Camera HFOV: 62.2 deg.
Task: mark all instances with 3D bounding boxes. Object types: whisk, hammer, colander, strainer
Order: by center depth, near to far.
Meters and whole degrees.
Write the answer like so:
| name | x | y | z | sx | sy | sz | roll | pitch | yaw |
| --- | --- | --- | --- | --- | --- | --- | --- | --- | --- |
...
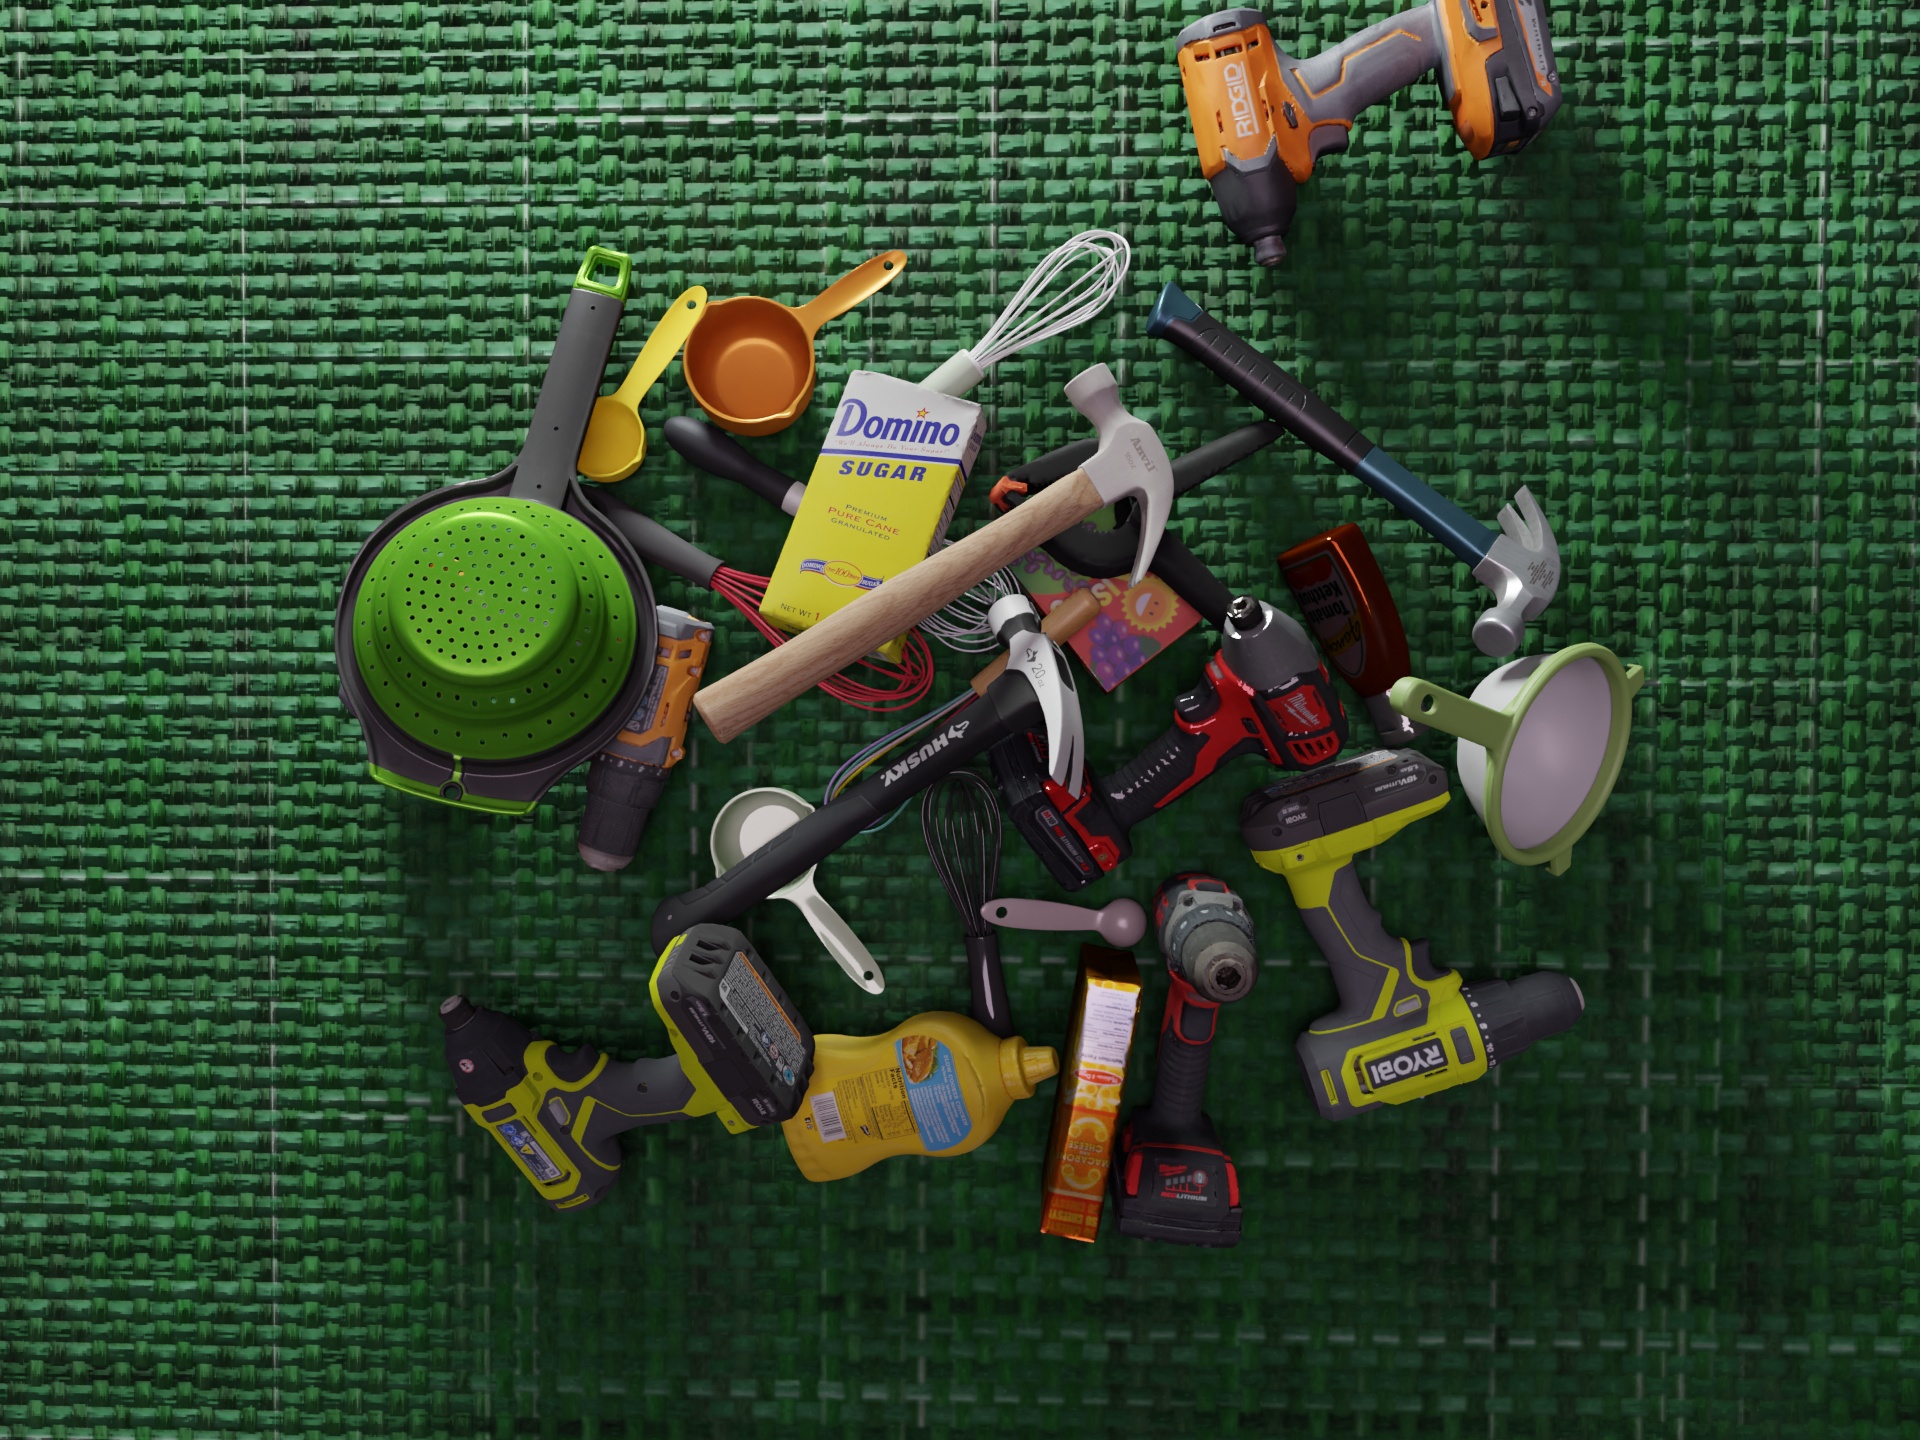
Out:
| name | x | y | z | sx | sy | sz | roll | pitch | yaw |
| --- | --- | --- | --- | --- | --- | --- | --- | --- | --- |
| hammer | -0.014 | -0.084 | 0.983 | 0.331 | 0.031 | 0.130 | -32 | 89 | -6 |
| colander | -0.276 | -0.143 | 1.014 | 0.204 | 0.094 | 0.397 | 14 | 75 | -6 |
| strainer | 0.333 | 0.004 | 1.017 | 0.256 | 0.069 | 0.151 | 16 | 96 | -40 |
| hammer | -0.067 | 0.062 | 1.027 | 0.335 | 0.035 | 0.146 | -34 | 49 | 14 |
| hammer | 0.256 | -0.181 | 1.057 | 0.331 | 0.033 | 0.128 | 40 | 53 | 8 |
| whisk | -0.001 | -0.002 | 1.074 | 0.245 | 0.047 | 0.051 | -40 | 94 | 13 |
| whisk | -0.083 | -0.134 | 1.085 | 0.284 | 0.070 | 0.070 | 30 | 93 | 6 |
| whisk | 0.014 | -0.249 | 1.086 | 0.246 | 0.057 | 0.059 | -38 | 56 | 6 |
| whisk | -0.150 | -0.090 | 1.091 | 0.296 | 0.073 | 0.073 | 28 | 93 | 8 |
| whisk | 0.012 | 0.150 | 1.095 | 0.055 | 0.055 | 0.239 | -8 | 95 | 2 |

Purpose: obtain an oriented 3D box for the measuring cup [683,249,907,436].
| name | x | y | z | sx | sy | sz | roll | pitch | yaw |
| --- | --- | --- | --- | --- | --- | --- | --- | --- | --- |
| measuring cup | -0.108 | -0.262 | 1.087 | 0.173 | 0.052 | 0.095 | -36 | 86 | -8 |

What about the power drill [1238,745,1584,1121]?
| name | x | y | z | sx | sy | sz | roll | pitch | yaw |
| --- | --- | --- | --- | --- | --- | --- | --- | --- | --- |
| power drill | 0.298 | 0.138 | 1.068 | 0.190 | 0.080 | 0.228 | -19 | 94 | 3 |

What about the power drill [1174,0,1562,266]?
| name | x | y | z | sx | sy | sz | roll | pitch | yaw |
| --- | --- | --- | --- | --- | --- | --- | --- | --- | --- |
| power drill | 0.269 | -0.402 | 1.053 | 0.226 | 0.084 | 0.164 | -12 | 92 | 7 |

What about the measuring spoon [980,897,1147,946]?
| name | x | y | z | sx | sy | sz | roll | pitch | yaw |
| --- | --- | --- | --- | --- | --- | --- | --- | --- | --- |
| measuring spoon | 0.073 | 0.136 | 1.084 | 0.124 | 0.018 | 0.034 | 7 | 94 | -19 |

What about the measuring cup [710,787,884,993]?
| name | x | y | z | sx | sy | sz | roll | pitch | yaw |
| --- | --- | --- | --- | --- | --- | --- | --- | --- | --- |
| measuring cup | -0.105 | 0.119 | 1.103 | 0.083 | 0.038 | 0.167 | -37 | 92 | 3 |

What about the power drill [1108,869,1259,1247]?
| name | x | y | z | sx | sy | sz | roll | pitch | yaw |
| --- | --- | --- | --- | --- | --- | --- | --- | --- | --- |
| power drill | 0.150 | 0.219 | 1.024 | 0.080 | 0.188 | 0.226 | 6 | 96 | 1 |

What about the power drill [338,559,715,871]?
| name | x | y | z | sx | sy | sz | roll | pitch | yaw |
| --- | --- | --- | --- | --- | --- | --- | --- | --- | --- |
| power drill | -0.298 | -0.009 | 1.087 | 0.226 | 0.084 | 0.185 | 16 | 92 | -3 |

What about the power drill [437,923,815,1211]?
| name | x | y | z | sx | sy | sz | roll | pitch | yaw |
| --- | --- | --- | --- | --- | --- | --- | --- | --- | --- |
| power drill | -0.225 | 0.225 | 1.048 | 0.223 | 0.080 | 0.171 | -23 | 111 | 20 |

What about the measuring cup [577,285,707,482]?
| name | x | y | z | sx | sy | sz | roll | pitch | yaw |
| --- | --- | --- | --- | --- | --- | --- | --- | --- | --- |
| measuring cup | -0.220 | -0.234 | 1.107 | 0.062 | 0.029 | 0.156 | 31 | 81 | 3 |

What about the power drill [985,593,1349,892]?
| name | x | y | z | sx | sy | sz | roll | pitch | yaw |
| --- | --- | --- | --- | --- | --- | --- | --- | --- | --- |
| power drill | 0.134 | 0.009 | 1.032 | 0.219 | 0.079 | 0.143 | -28 | 132 | 9 |
